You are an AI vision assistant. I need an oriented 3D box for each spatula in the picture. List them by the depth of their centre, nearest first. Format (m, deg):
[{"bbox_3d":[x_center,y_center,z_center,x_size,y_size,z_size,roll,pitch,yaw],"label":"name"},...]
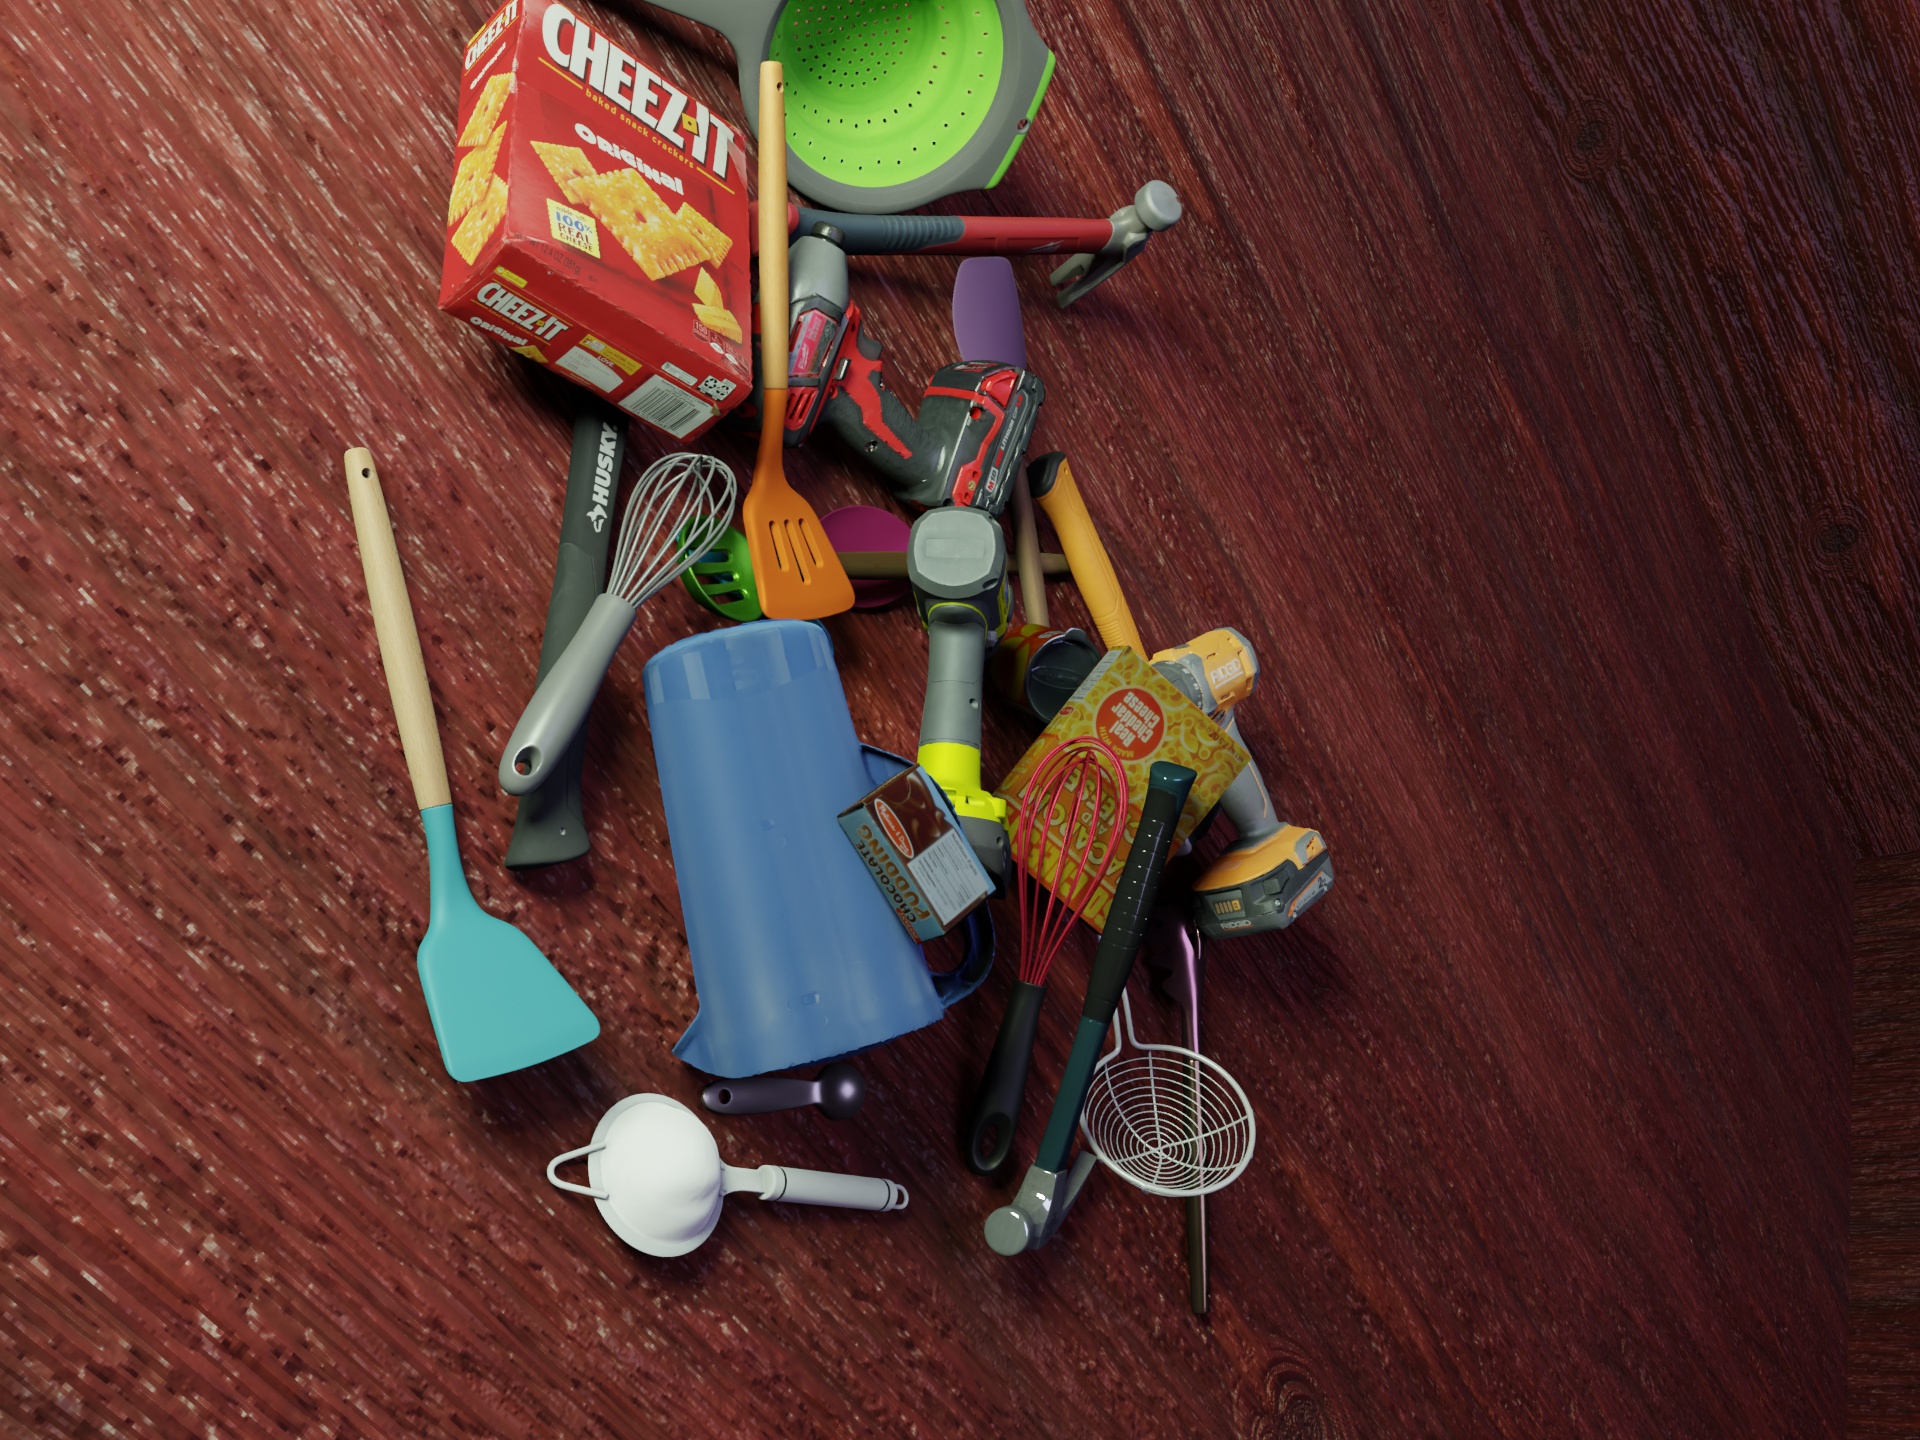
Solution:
[{"bbox_3d":[-0.257,0.015,0.783,0.082,0.044,0.317,-11,86,-45],"label":"spatula"},{"bbox_3d":[-0.103,-0.222,0.947,0.081,0.041,0.322,-13,107,-50],"label":"spatula"},{"bbox_3d":[0.039,-0.184,1.181,0.059,0.018,0.316,-13,97,-29],"label":"spatula"}]

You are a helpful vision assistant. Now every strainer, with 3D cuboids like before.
[{"bbox_3d":[-0.111,0.255,0.885,0.258,0.050,0.087,25,45,-47],"label":"strainer"}]

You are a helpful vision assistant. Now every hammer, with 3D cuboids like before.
[{"bbox_3d":[-0.214,-0.079,0.875,0.146,0.035,0.335,25,60,-44],"label":"hammer"},{"bbox_3d":[0.094,0.184,1.051,0.128,0.033,0.331,31,77,-70],"label":"hammer"},{"bbox_3d":[-0.010,-0.351,1.179,0.386,0.143,0.038,-14,81,-40],"label":"hammer"},{"bbox_3d":[0.136,-0.062,1.270,0.127,0.034,0.336,-48,119,-46],"label":"hammer"}]

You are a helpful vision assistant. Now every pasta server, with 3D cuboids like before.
[{"bbox_3d":[0.173,0.290,1.227,0.060,0.040,0.316,13,72,-48],"label":"pasta server"}]

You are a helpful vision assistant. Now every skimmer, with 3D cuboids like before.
[{"bbox_3d":[0.118,0.157,1.151,0.127,0.090,0.363,-10,82,-19],"label":"skimmer"}]

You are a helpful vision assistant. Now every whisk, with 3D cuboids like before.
[{"bbox_3d":[-0.181,-0.057,0.845,0.055,0.055,0.239,45,52,-31],"label":"whisk"},{"bbox_3d":[0.050,0.153,1.047,0.073,0.073,0.296,20,83,-46],"label":"whisk"}]

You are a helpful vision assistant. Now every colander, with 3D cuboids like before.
[{"bbox_3d":[-0.129,-0.477,1.061,0.396,0.204,0.095,9,36,-33],"label":"colander"}]

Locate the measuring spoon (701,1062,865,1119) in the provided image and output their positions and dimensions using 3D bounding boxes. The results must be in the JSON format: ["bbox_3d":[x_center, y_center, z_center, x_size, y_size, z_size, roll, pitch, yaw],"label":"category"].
[{"bbox_3d":[-0.099,0.217,0.926,0.124,0.018,0.034,11,70,-47],"label":"measuring spoon"}]

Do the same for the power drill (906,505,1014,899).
[{"bbox_3d":[-0.002,-0.003,1.033,0.190,0.080,0.229,76,17,-74],"label":"power drill"}]

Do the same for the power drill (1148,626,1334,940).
[{"bbox_3d":[0.194,0.052,1.228,0.185,0.084,0.226,-24,96,-51],"label":"power drill"}]

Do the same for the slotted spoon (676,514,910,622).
[{"bbox_3d":[-0.071,-0.099,1.036,0.313,0.031,0.070,-8,75,-52],"label":"slotted spoon"}]

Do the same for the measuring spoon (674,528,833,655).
[{"bbox_3d":[-0.132,-0.073,0.990,0.128,0.021,0.042,41,42,-23],"label":"measuring spoon"}]

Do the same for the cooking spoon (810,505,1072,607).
[{"bbox_3d":[0.001,-0.116,1.158,0.318,0.017,0.069,-5,94,-51],"label":"cooking spoon"}]

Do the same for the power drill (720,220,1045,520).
[{"bbox_3d":[-0.051,-0.225,1.057,0.219,0.079,0.143,20,88,-43],"label":"power drill"}]
